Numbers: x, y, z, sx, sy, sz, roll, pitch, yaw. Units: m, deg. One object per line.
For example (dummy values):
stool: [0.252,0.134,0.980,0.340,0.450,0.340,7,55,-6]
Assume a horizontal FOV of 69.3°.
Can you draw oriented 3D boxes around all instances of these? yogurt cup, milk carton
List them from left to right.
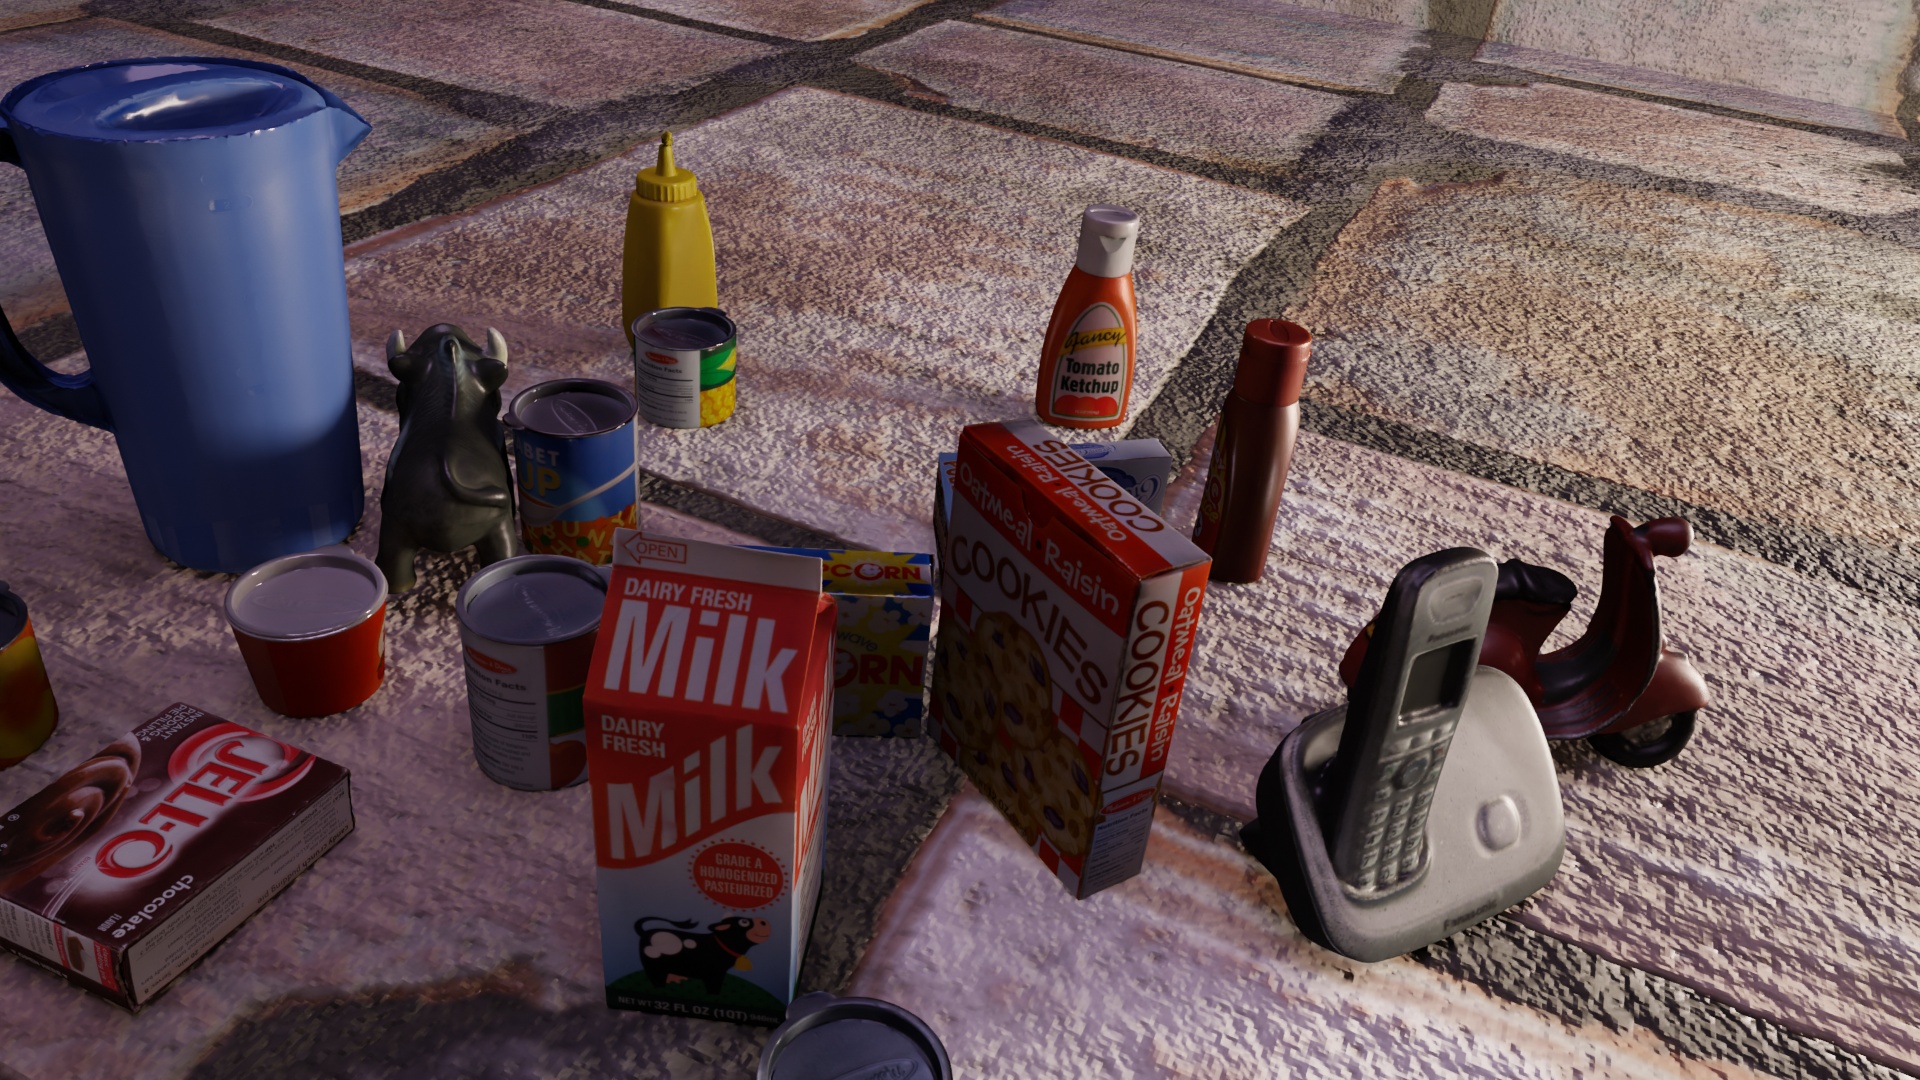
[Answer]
yogurt cup: [-0.299,0.045,0.642,0.072,0.053,0.073,5,32,-3]
milk carton: [-0.087,0.081,0.497,0.072,0.189,0.074,8,32,2]

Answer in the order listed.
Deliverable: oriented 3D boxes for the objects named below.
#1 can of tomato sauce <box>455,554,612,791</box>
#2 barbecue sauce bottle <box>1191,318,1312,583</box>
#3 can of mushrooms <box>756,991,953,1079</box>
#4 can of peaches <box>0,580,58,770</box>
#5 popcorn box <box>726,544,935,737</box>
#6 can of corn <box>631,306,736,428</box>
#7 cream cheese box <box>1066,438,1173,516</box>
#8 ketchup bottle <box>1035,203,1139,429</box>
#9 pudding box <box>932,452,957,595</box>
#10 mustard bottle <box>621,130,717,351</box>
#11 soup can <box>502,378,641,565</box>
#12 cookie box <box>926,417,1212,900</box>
can of tomato sauce: [-0.183,0.058,0.616,0.071,0.082,0.071,5,32,-3]
barbecue sauce bottle: [0.166,-0.052,0.791,0.044,0.147,0.065,5,32,-2]
can of mushrooms: [-0.038,0.192,0.477,0.071,0.033,0.071,5,32,-3]
can of peaches: [-0.427,0.059,0.592,0.071,0.057,0.071,5,32,-3]
popcorn box: [-0.078,0.047,0.650,0.127,0.084,0.038,3,32,-6]
can of corn: [-0.179,-0.114,0.910,0.071,0.058,0.071,5,32,-3]
cream cheese box: [0.072,-0.030,0.828,0.104,0.053,0.024,-5,34,-18]
ketchup bottle: [0.089,-0.148,0.929,0.065,0.148,0.044,3,32,-6]
pudding box: [0.003,-0.010,0.787,0.030,0.049,0.084,2,32,-7]
mustard bottle: [-0.200,-0.203,0.950,0.049,0.159,0.065,22,35,23]
soup can: [-0.211,-0.037,0.758,0.071,0.083,0.072,5,32,-3]
cookie box: [0.038,0.049,0.592,0.040,0.166,0.123,-15,38,-30]
